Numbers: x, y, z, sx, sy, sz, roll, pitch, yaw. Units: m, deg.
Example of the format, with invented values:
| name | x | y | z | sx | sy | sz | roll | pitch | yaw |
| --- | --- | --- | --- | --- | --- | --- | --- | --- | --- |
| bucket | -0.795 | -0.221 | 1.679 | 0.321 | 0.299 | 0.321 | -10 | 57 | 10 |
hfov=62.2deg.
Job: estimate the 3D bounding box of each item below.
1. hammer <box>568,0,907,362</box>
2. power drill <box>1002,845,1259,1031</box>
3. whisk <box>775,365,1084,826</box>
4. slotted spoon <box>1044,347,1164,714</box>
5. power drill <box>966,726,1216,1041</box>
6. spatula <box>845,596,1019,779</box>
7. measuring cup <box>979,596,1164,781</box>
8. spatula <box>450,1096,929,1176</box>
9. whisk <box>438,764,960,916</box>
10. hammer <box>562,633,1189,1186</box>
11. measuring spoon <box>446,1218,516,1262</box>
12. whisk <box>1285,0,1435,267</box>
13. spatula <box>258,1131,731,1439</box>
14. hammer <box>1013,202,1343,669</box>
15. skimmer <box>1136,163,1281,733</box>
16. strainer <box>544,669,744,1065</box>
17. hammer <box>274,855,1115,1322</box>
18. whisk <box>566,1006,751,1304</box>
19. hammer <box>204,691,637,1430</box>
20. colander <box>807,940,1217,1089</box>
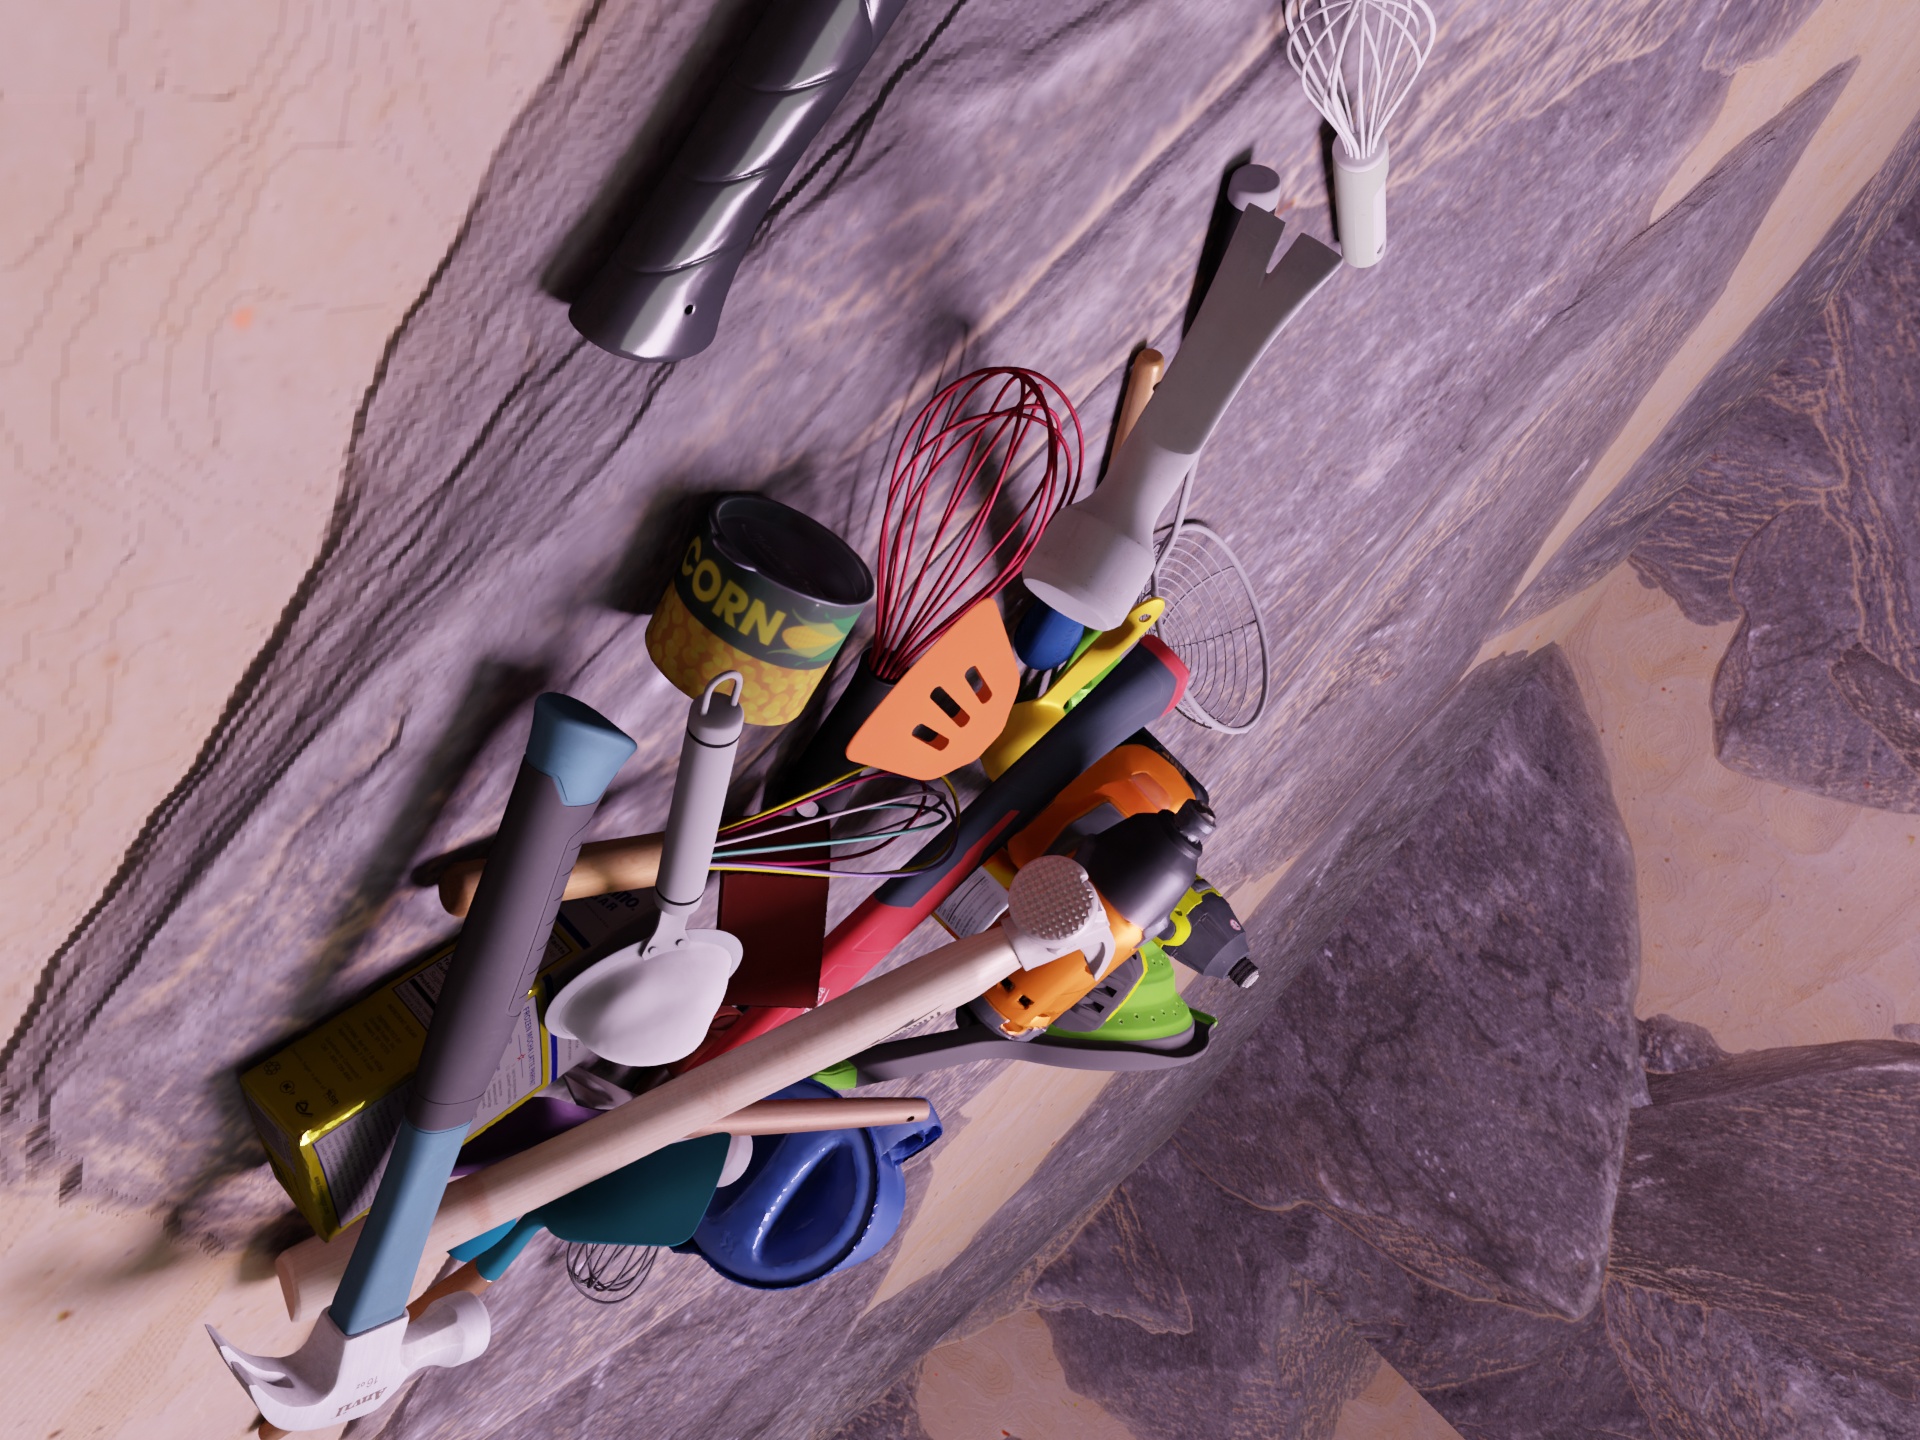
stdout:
| name | x | y | z | sx | sy | sz | roll | pitch | yaw |
| --- | --- | --- | --- | --- | --- | --- | --- | --- | --- |
| hammer | 0.020 | -0.263 | 0.403 | 0.409 | 0.036 | 0.149 | -52 | 158 | 15 |
| power drill | 0.116 | 0.144 | 1.153 | 0.223 | 0.171 | 0.080 | -6 | 135 | -56 |
| whisk | -0.027 | -0.037 | 0.698 | 0.073 | 0.073 | 0.295 | -26 | 156 | -44 |
| slotted spoon | 0.079 | -0.081 | 0.866 | 0.070 | 0.031 | 0.313 | -37 | 156 | -25 |
| power drill | 0.086 | 0.078 | 0.917 | 0.164 | 0.084 | 0.226 | -44 | -176 | 19 |
| spatula | -0.001 | -0.002 | 0.744 | 0.081 | 0.041 | 0.322 | -48 | 179 | 0 |
| measuring cup | 0.066 | -0.012 | 0.898 | 0.062 | 0.029 | 0.156 | 14 | 136 | -35 |
| spatula | -0.145 | 0.205 | 0.806 | 0.315 | 0.018 | 0.059 | 7 | 127 | -37 |
| whisk | -0.100 | 0.050 | 0.677 | 0.245 | 0.051 | 0.047 | -7 | 115 | -37 |
| hammer | -0.035 | 0.087 | 0.839 | 0.386 | 0.038 | 0.143 | -43 | 137 | -1 |
| measuring spoon | -0.244 | 0.253 | 0.847 | 0.042 | 0.021 | 0.128 | -25 | 151 | -46 |
| whisk | 0.179 | -0.260 | 0.710 | 0.246 | 0.059 | 0.058 | 28 | 77 | -73 |
| spatula | -0.246 | 0.295 | 0.797 | 0.317 | 0.044 | 0.082 | -38 | -167 | 19 |
| hammer | 0.060 | -0.074 | 0.656 | 0.144 | 0.035 | 0.405 | -58 | 179 | -7 |
| skimmer | 0.151 | -0.127 | 0.832 | 0.363 | 0.090 | 0.127 | 93 | 10 | -56 |
| strainer | -0.111 | 0.073 | 0.619 | 0.087 | 0.050 | 0.258 | -12 | 142 | -30 |
| hammer | -0.119 | 0.176 | 0.737 | 0.410 | 0.038 | 0.146 | -26 | 160 | 1 |
| whisk | -0.175 | 0.268 | 0.981 | 0.239 | 0.055 | 0.055 | -57 | 157 | 16 |
| hammer | -0.193 | 0.138 | 0.604 | 0.128 | 0.033 | 0.331 | -4 | 123 | -56 |
| colander | 0.040 | 0.206 | 1.218 | 0.397 | 0.205 | 0.094 | -1 | 98 | -42 |
